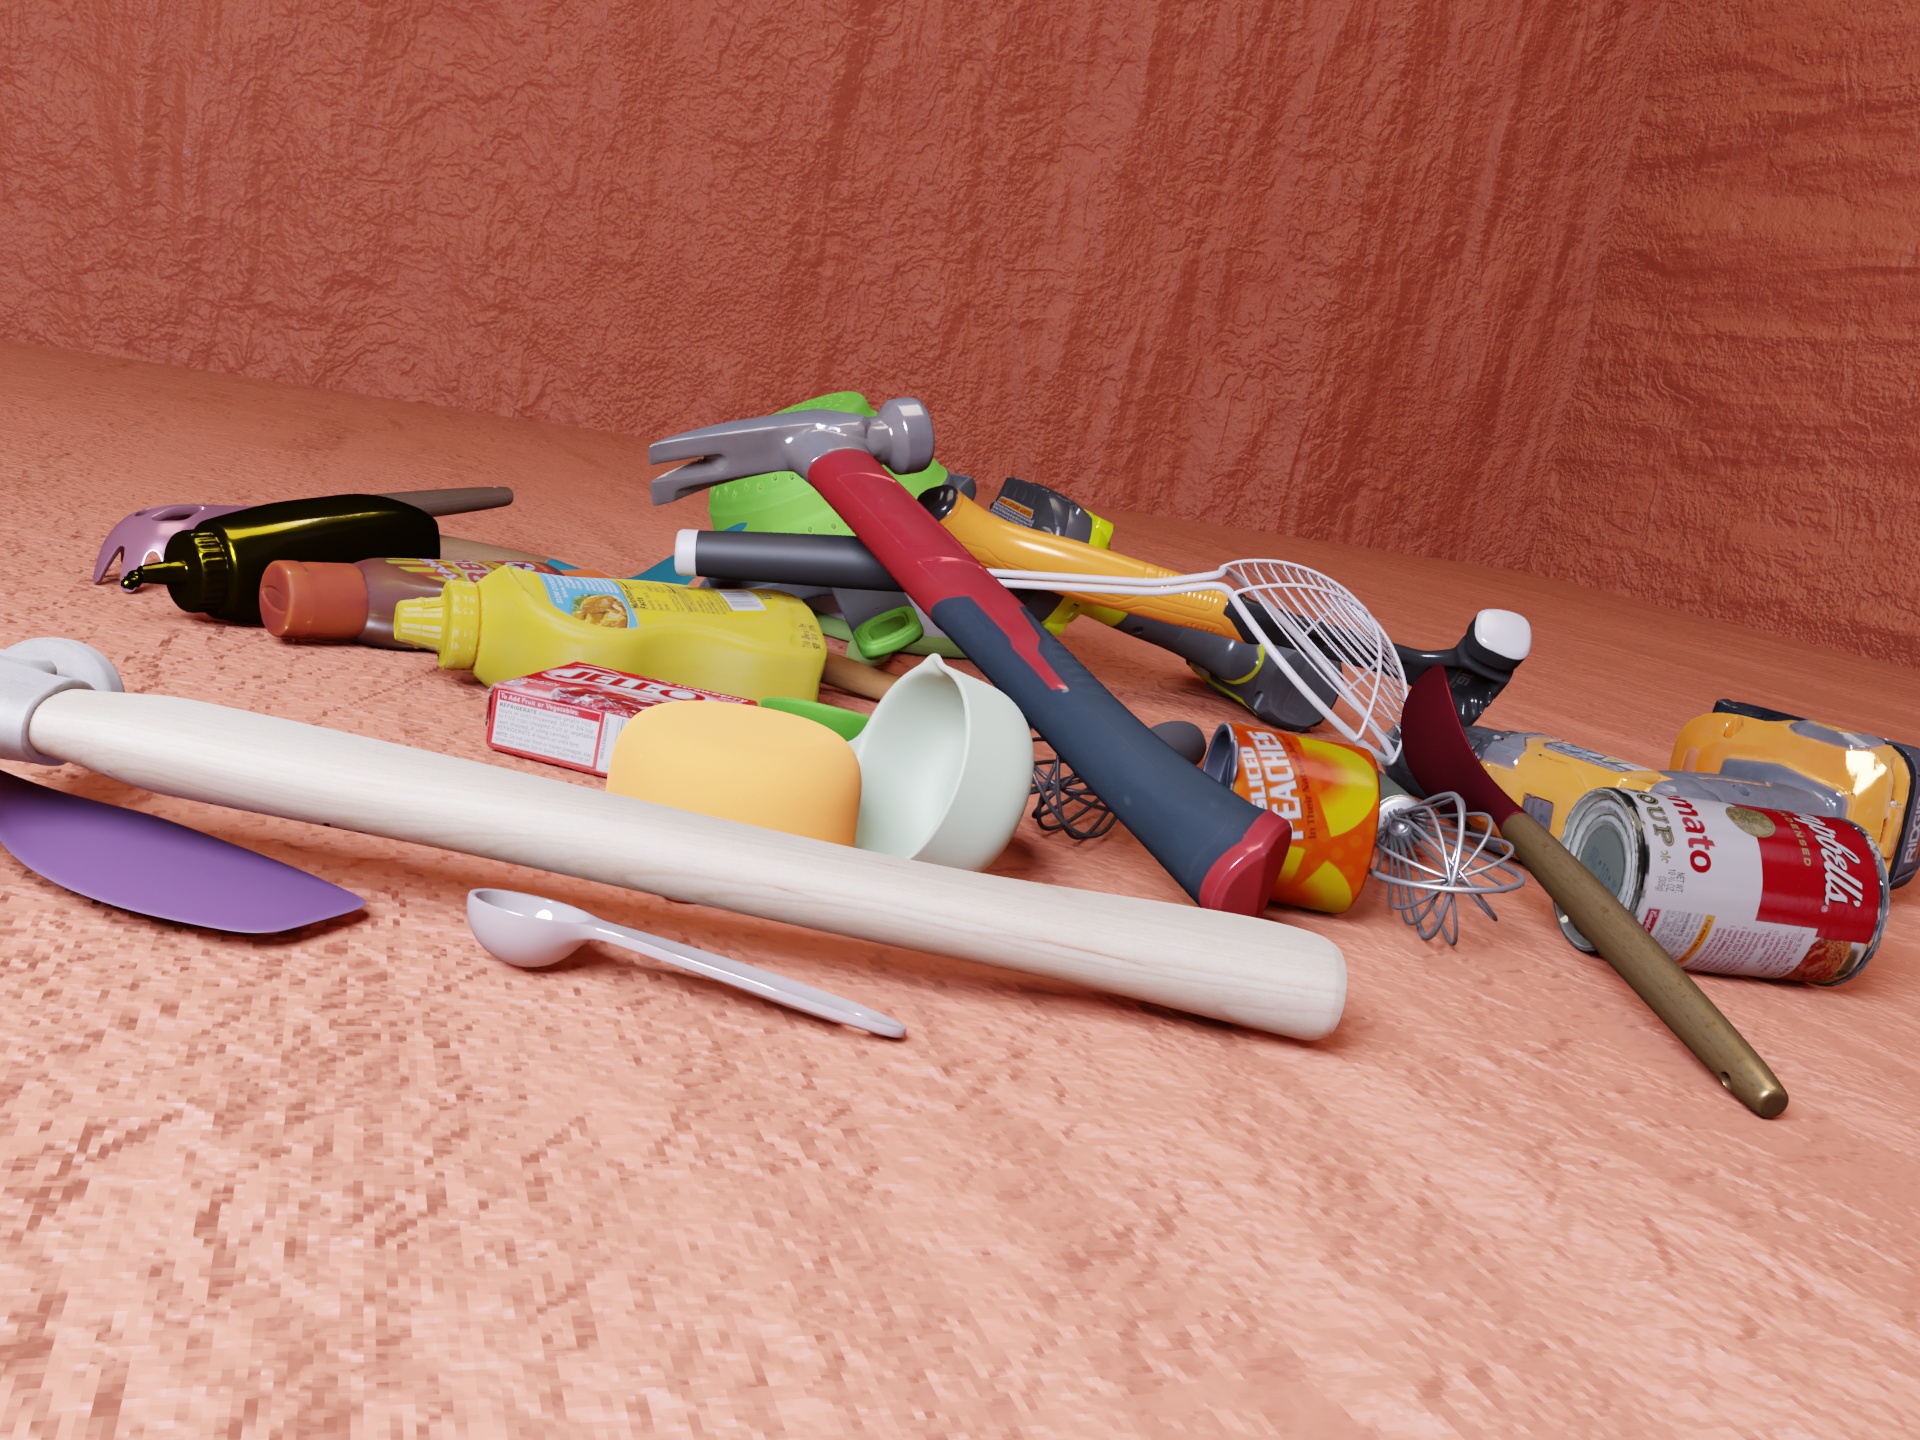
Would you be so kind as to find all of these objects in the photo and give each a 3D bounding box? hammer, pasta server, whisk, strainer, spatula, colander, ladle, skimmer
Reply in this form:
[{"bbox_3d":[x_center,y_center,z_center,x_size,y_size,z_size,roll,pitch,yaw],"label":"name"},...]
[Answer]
[{"bbox_3d":[-0.005,-0.040,0.654,0.143,0.038,0.387,-14,38,-23],"label":"hammer"},{"bbox_3d":[-0.369,-0.116,0.943,0.060,0.040,0.316,14,16,19],"label":"pasta server"},{"bbox_3d":[0.191,0.046,0.689,0.059,0.058,0.246,3,6,5],"label":"whisk"},{"bbox_3d":[-0.042,-0.083,1.037,0.151,0.069,0.256,11,10,2],"label":"strainer"},{"bbox_3d":[-0.150,-0.045,0.890,0.323,0.041,0.081,18,12,17],"label":"spatula"},{"bbox_3d":[-0.084,-0.132,0.986,0.204,0.094,0.397,-24,22,-3],"label":"colander"},{"bbox_3d":[-0.315,0.014,0.478,0.316,0.018,0.059,16,11,21],"label":"spatula"},{"bbox_3d":[0.231,0.055,0.625,0.031,0.069,0.316,-12,24,-1],"label":"ladle"},{"bbox_3d":[0.043,-0.040,0.780,0.363,0.090,0.127,4,26,-3],"label":"skimmer"},{"bbox_3d":[-0.088,0.036,0.440,0.410,0.038,0.146,13,0,-6],"label":"hammer"},{"bbox_3d":[-0.283,-0.110,1.012,0.317,0.044,0.082,11,42,23],"label":"spatula"},{"bbox_3d":[0.078,0.017,0.733,0.055,0.055,0.239,14,8,20],"label":"whisk"},{"bbox_3d":[0.133,-0.061,0.889,0.337,0.034,0.127,17,-32,0],"label":"hammer"}]

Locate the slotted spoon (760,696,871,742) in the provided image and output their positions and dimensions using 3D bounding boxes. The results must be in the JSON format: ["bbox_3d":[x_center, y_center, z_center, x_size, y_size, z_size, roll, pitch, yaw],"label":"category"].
[{"bbox_3d":[-0.001,-0.003,0.787,0.070,0.031,0.313,9,7,24],"label":"slotted spoon"}]

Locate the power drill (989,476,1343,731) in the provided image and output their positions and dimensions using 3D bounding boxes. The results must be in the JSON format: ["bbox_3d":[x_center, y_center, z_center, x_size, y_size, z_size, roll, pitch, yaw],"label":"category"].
[{"bbox_3d":[0.119,-0.073,1.031,0.223,0.080,0.171,24,8,-19],"label":"power drill"}]

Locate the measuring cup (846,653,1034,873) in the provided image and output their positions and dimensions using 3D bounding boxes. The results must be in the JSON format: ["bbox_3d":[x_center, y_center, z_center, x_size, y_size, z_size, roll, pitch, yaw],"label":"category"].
[{"bbox_3d":[-0.028,0.022,0.602,0.038,0.083,0.168,20,-11,-29],"label":"measuring cup"}]

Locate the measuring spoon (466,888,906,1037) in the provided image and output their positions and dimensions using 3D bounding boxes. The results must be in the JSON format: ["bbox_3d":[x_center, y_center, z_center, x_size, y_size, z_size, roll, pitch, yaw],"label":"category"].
[{"bbox_3d":[-0.075,0.071,0.430,0.124,0.018,0.034,17,0,2],"label":"measuring spoon"}]

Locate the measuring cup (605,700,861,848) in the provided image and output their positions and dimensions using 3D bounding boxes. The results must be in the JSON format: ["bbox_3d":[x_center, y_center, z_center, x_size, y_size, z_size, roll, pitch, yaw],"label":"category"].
[{"bbox_3d":[-0.117,0.015,0.550,0.173,0.052,0.095,14,12,9],"label":"measuring cup"}]

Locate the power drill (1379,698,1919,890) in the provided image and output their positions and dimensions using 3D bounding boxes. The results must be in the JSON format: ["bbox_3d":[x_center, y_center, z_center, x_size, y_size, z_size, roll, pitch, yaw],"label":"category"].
[{"bbox_3d":[0.342,0.035,0.796,0.226,0.084,0.185,-1,14,-28],"label":"power drill"}]
